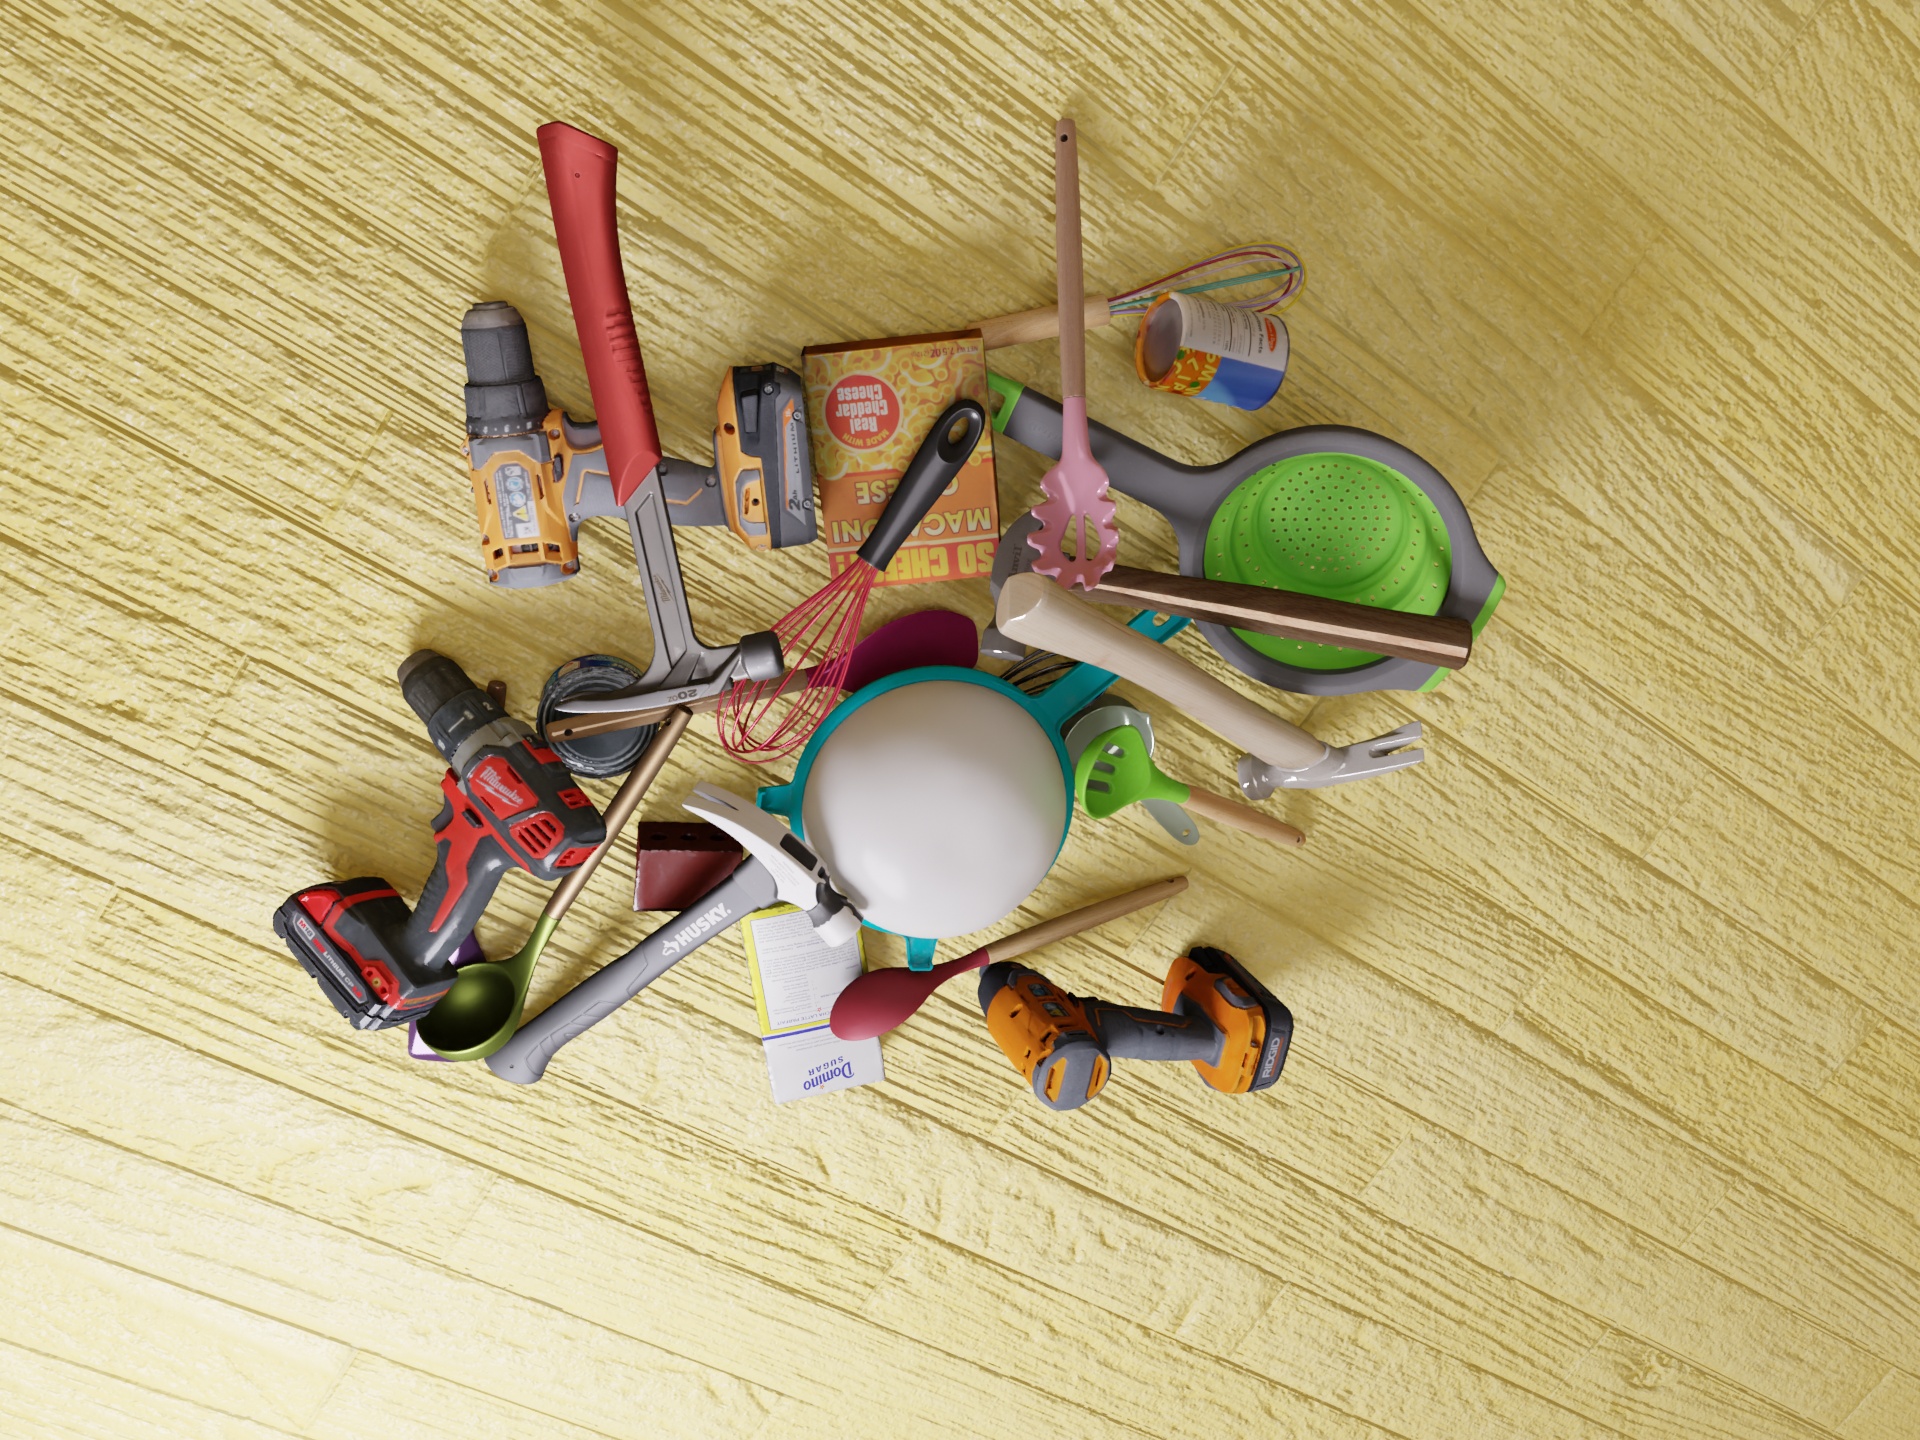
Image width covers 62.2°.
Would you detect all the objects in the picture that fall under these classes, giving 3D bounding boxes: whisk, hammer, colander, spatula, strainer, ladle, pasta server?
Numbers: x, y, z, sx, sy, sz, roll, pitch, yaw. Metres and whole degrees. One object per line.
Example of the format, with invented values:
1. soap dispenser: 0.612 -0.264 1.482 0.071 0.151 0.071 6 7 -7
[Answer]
1. whisk: 0.124 -0.287 1.103 0.245 0.051 0.047 -13 119 -3
2. hammer: 0.170 -0.020 1.078 0.146 0.038 0.410 -15 155 35
3. colander: 0.191 -0.164 1.144 0.397 0.095 0.204 26 124 -1
4. hammer: -0.235 0.173 1.153 0.334 0.035 0.146 -36 102 25
5. spatula: -0.361 0.118 1.172 0.059 0.018 0.315 8 110 -17
6. strainer: 0.037 0.034 1.116 0.340 0.095 0.210 -39 111 5
7. ladle: 0.043 0.175 1.235 0.315 0.069 0.031 -17 118 -21
8. pasta server: 0.074 -0.243 1.057 0.060 0.040 0.316 -2 90 13
9. whisk: -0.002 -0.005 1.184 0.239 0.055 0.055 -20 113 1
10. hammer: 0.186 -0.082 1.093 0.331 0.031 0.130 10 83 0
11. ladle: -0.287 0.115 1.133 0.062 0.078 0.320 20 111 -46
12. hammer: -0.218 -0.185 0.997 0.149 0.037 0.359 -10 103 1
13. whisk: -0.073 -0.092 1.080 0.073 0.073 0.296 32 100 -21

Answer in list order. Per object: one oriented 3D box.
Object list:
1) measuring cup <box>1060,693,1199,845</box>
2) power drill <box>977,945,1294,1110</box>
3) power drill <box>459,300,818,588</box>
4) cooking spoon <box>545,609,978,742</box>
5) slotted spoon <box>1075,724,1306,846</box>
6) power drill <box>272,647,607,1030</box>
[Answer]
1. measuring cup: 0.133 0.042 1.238 0.083 0.038 0.167 -42 123 5
2. power drill: 0.127 0.232 1.255 0.226 0.164 0.084 2 111 -26
3. power drill: -0.215 -0.189 1.053 0.226 0.084 0.185 -6 110 -4
4. cooking spoon: -0.136 -0.025 1.139 0.319 0.017 0.068 -13 117 -17
5. slotted spoon: 0.177 0.062 1.184 0.313 0.031 0.070 20 93 -47
6. power drill: -0.372 0.081 1.102 0.226 0.080 0.188 -46 78 13
